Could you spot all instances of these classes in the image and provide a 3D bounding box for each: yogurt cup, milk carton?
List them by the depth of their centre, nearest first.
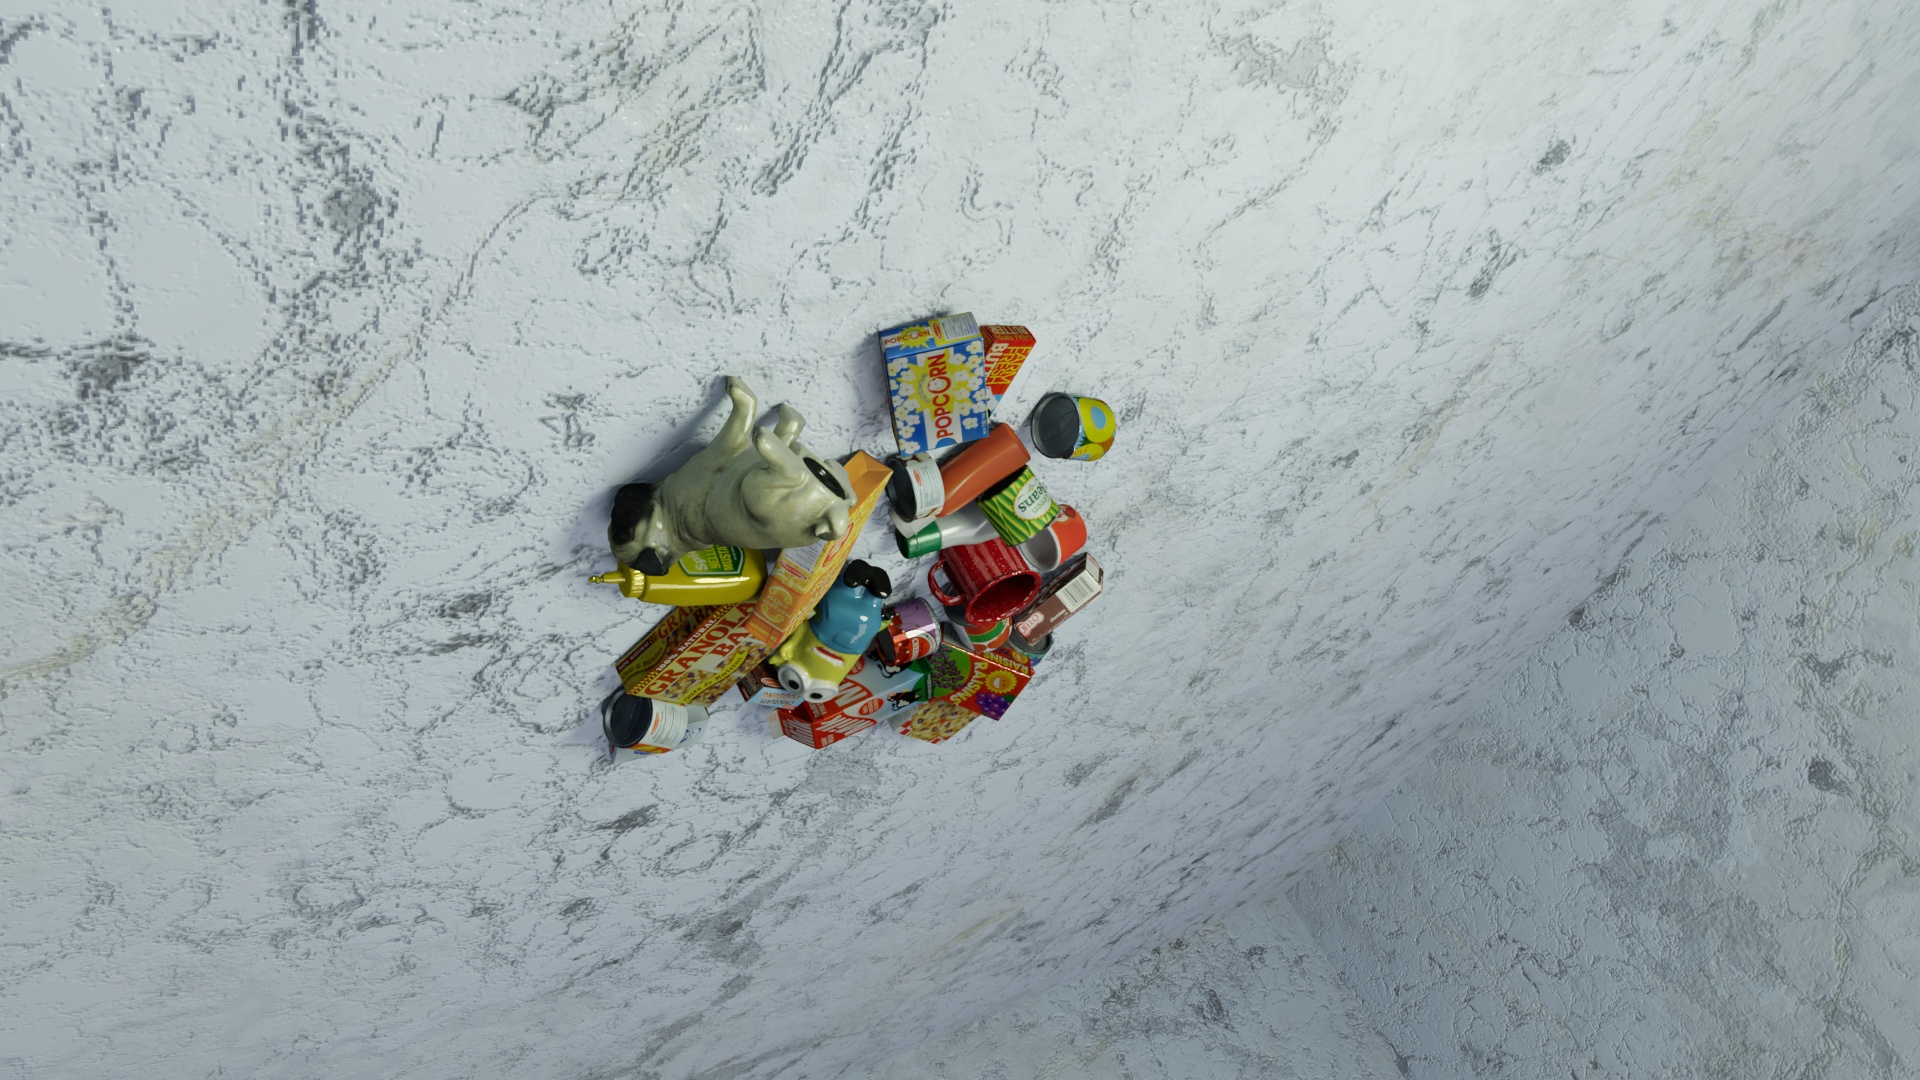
[{"bbox_3d":[0.103,-0.006,1.541,0.054,0.072,0.072,-27,153,-34],"label":"yogurt cup"},{"bbox_3d":[-0.131,0.175,1.590,0.191,0.074,0.072,-23,150,-14],"label":"milk carton"}]

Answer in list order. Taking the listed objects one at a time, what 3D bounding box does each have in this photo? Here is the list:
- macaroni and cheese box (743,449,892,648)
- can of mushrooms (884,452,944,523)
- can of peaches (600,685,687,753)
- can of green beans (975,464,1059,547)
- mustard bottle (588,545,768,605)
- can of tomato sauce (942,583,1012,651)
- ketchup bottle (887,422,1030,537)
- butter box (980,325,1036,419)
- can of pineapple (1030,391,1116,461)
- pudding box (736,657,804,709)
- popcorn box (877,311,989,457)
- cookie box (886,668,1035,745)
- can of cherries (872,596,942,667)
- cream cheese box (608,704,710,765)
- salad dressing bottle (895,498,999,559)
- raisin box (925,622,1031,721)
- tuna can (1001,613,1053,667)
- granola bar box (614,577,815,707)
[{"bbox_3d":[-0.134,0.010,1.306,0.124,0.040,0.165,-52,174,-49],"label":"macaroni and cheese box"},{"bbox_3d":[-0.045,-0.053,1.332,0.033,0.071,0.070,-18,148,-24],"label":"can of mushrooms"},{"bbox_3d":[-0.326,0.184,1.432,0.071,0.071,0.058,-39,150,14],"label":"can of peaches"},{"bbox_3d":[0.057,-0.036,1.404,0.071,0.057,0.071,-34,-166,10],"label":"can of green beans"},{"bbox_3d":[-0.257,0.029,1.259,0.161,0.065,0.048,-6,146,-33],"label":"mustard bottle"},{"bbox_3d":[0.023,0.083,1.601,0.071,0.071,0.082,-30,152,-3],"label":"can of tomato sauce"},{"bbox_3d":[-0.003,-0.058,1.383,0.148,0.043,0.064,-35,161,7],"label":"ketchup bottle"},{"bbox_3d":[0.024,-0.154,1.281,0.053,0.024,0.103,-6,143,-38],"label":"butter box"},{"bbox_3d":[0.113,-0.111,1.385,0.058,0.071,0.070,2,137,-45],"label":"can of pineapple"},{"bbox_3d":[-0.208,0.153,1.509,0.030,0.050,0.083,-43,150,17],"label":"pudding box"},{"bbox_3d":[-0.022,-0.136,1.222,0.085,0.038,0.126,-14,142,-7],"label":"popcorn box"},{"bbox_3d":[-0.001,0.193,1.774,0.167,0.040,0.123,-39,150,13],"label":"cookie box"},{"bbox_3d":[-0.061,0.104,1.549,0.058,0.072,0.071,-16,147,-24],"label":"can of cherries"},{"bbox_3d":[-0.328,0.209,1.509,0.104,0.024,0.053,-12,147,-31],"label":"cream cheese box"},{"bbox_3d":[0.005,-0.018,1.454,0.148,0.044,0.064,-18,153,-21],"label":"salad dressing bottle"},{"bbox_3d":[0.012,0.159,1.673,0.123,0.040,0.085,23,122,-16],"label":"raisin box"},{"bbox_3d":[0.080,0.123,1.716,0.071,0.071,0.032,-7,143,-37],"label":"tuna can"},{"bbox_3d":[-0.246,0.099,1.400,0.165,0.039,0.124,-41,150,17],"label":"granola bar box"}]
